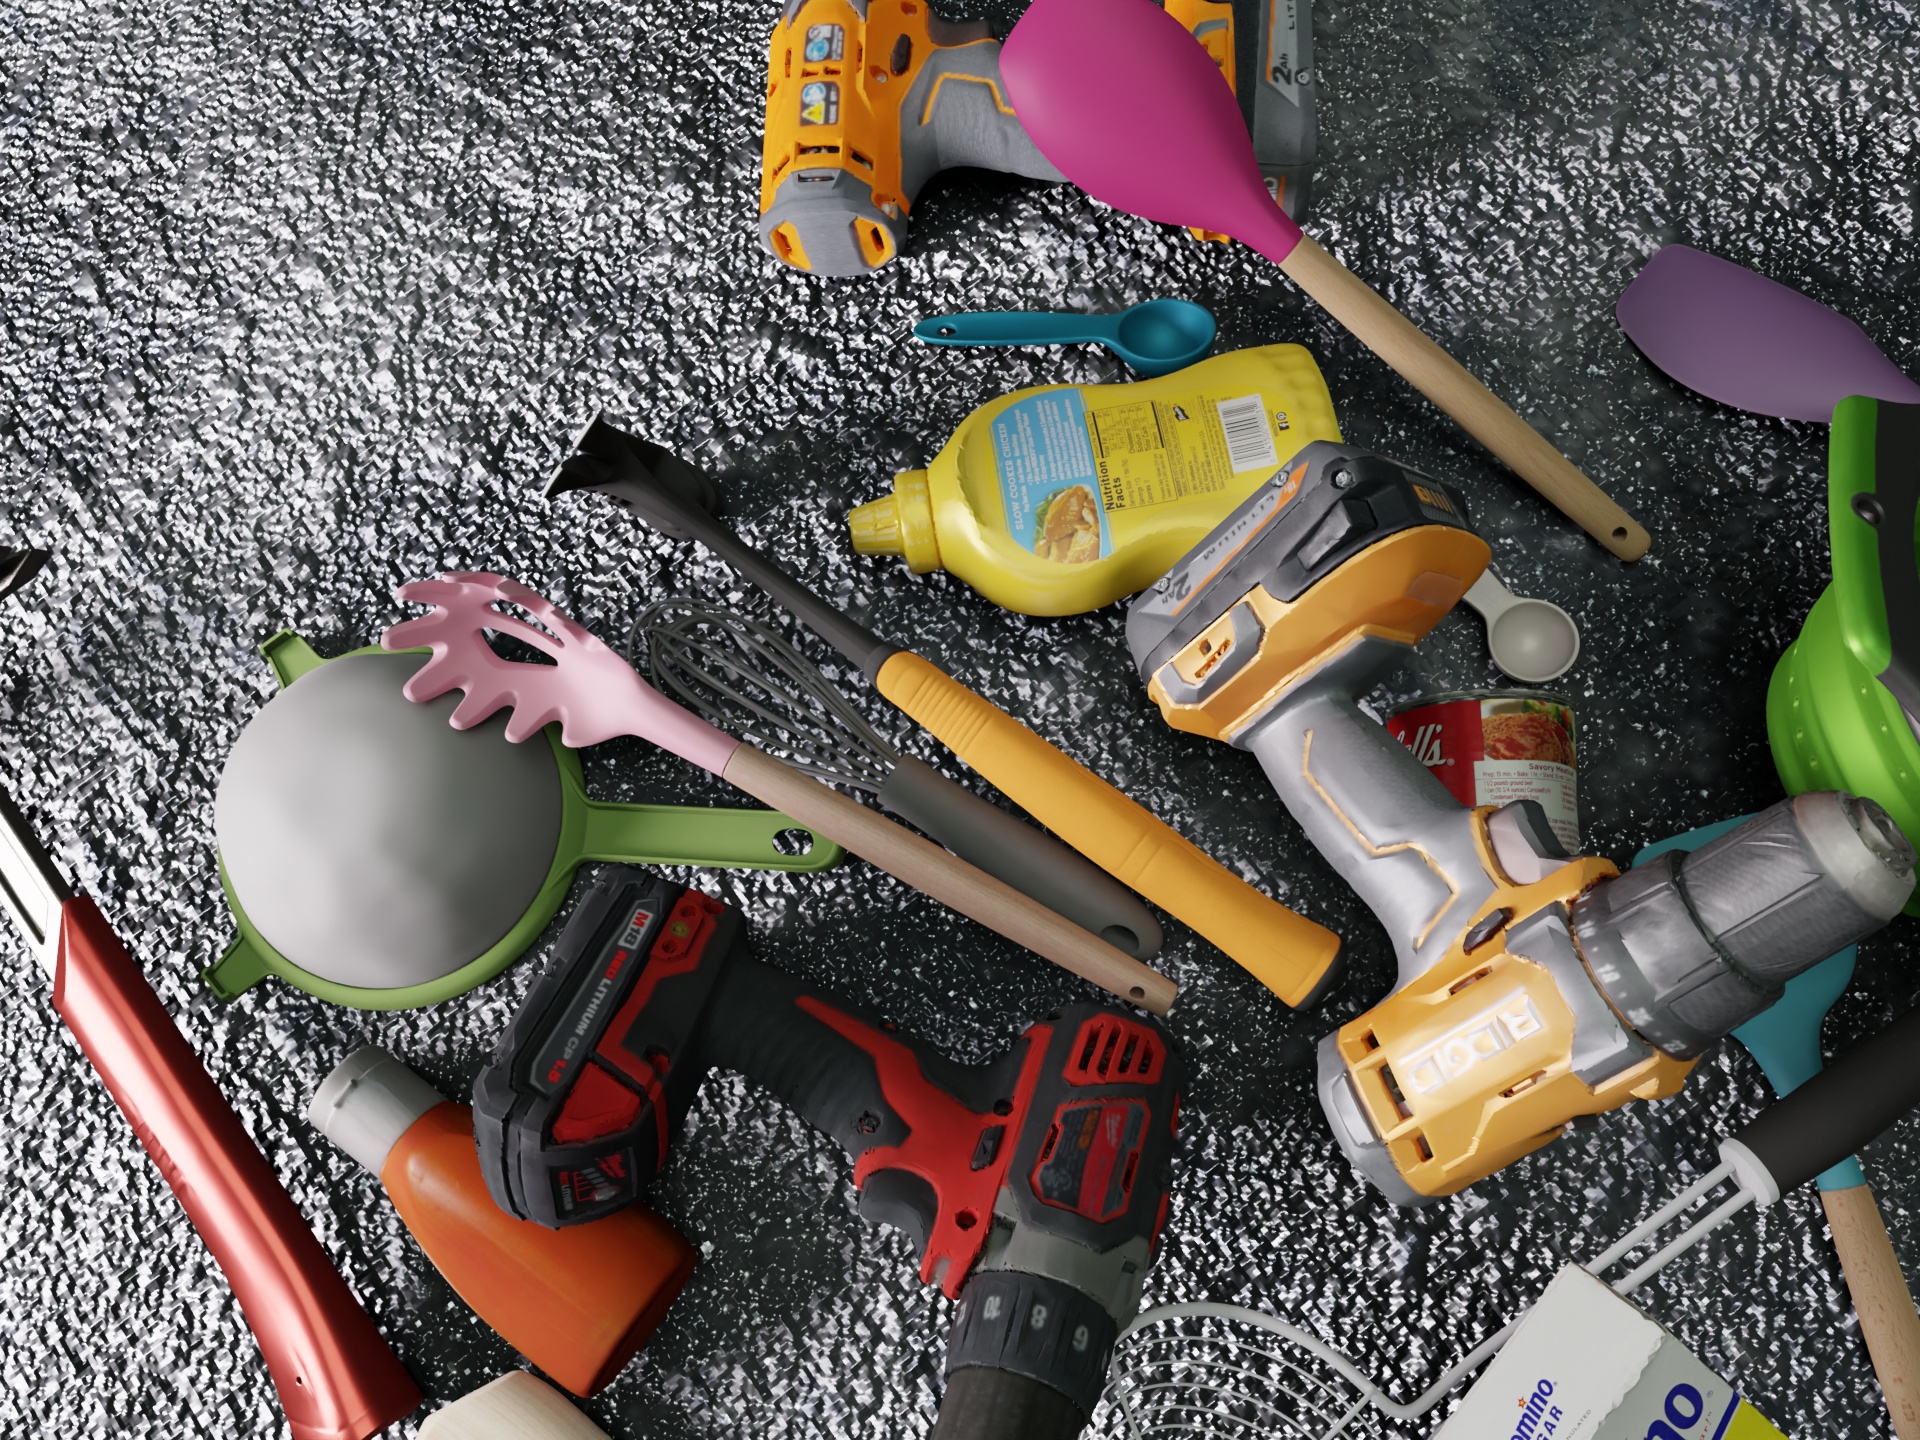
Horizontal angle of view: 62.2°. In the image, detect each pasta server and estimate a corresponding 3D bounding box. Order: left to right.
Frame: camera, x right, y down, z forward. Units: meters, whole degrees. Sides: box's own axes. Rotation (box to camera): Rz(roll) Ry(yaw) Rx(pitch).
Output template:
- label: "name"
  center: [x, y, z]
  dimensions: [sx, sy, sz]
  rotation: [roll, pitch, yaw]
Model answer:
- label: "pasta server"
  center: [-0.063, 0.031, 0.584]
  dimensions: [0.316, 0.040, 0.060]
  rotation: [29, 116, 2]

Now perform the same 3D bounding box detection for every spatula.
- label: "spatula"
  center: [0.317, 0.189, 0.549]
  dimensions: [0.082, 0.044, 0.318]
  rotation: [-14, 76, 4]
- label: "spatula"
  center: [0.397, -0.098, 0.602]
  dimensions: [0.316, 0.018, 0.060]
  rotation: [36, 82, 25]

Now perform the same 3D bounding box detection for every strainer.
- label: "strainer"
  center: [-0.173, 0.036, 0.605]
  dimensions: [0.256, 0.069, 0.151]
  rotation: [3, 76, 6]

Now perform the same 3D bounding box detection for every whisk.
- label: "whisk"
  center: [-0.026, 0.025, 0.613]
  dimensions: [0.239, 0.055, 0.055]
  rotation: [32, 80, 6]

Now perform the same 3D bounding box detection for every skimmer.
- label: "skimmer"
  center: [0.204, 0.182, 0.541]
  dimensions: [0.363, 0.090, 0.127]
  rotation: [-32, 87, -8]

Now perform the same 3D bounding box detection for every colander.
- label: "colander"
  center: [0.415, 0.037, 0.548]
  dimensions: [0.397, 0.094, 0.205]
  rotation: [26, 58, -13]

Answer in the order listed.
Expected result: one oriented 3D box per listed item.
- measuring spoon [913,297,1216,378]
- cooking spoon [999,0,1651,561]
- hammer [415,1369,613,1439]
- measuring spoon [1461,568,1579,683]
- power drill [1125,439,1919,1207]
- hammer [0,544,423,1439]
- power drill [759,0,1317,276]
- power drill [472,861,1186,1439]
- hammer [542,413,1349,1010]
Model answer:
- label: "measuring spoon"
  center: [0.043, -0.158, 0.671]
  dimensions: [0.128, 0.021, 0.042]
  rotation: [4, 51, 14]
- label: "cooking spoon"
  center: [0.147, -0.165, 0.613]
  dimensions: [0.319, 0.017, 0.068]
  rotation: [38, 112, -7]
- label: "hammer"
  center: [-0.007, 0.343, 0.535]
  dimensions: [0.411, 0.038, 0.146]
  rotation: [22, 79, 9]
- label: "measuring spoon"
  center: [0.196, -0.061, 0.639]
  dimensions: [0.034, 0.018, 0.124]
  rotation: [-38, 70, -6]
- label: "power drill"
  center: [0.164, 0.016, 0.509]
  dimensions: [0.185, 0.084, 0.226]
  rotation: [-43, 55, 35]
- label: "hammer"
  center: [-0.309, 0.109, 0.597]
  dimensions: [0.149, 0.036, 0.359]
  rotation: [-42, 79, 16]
- label: "power drill"
  center: [0.030, -0.276, 0.669]
  dimensions: [0.226, 0.084, 0.164]
  rotation: [-1, 75, 7]
- label: "power drill"
  center: [-0.046, 0.157, 0.533]
  dimensions: [0.227, 0.080, 0.188]
  rotation: [17, 49, 6]
- label: "hammer"
  center: [-0.001, -0.002, 0.590]
  dimensions: [0.337, 0.127, 0.034]
  rotation: [36, 96, 5]
